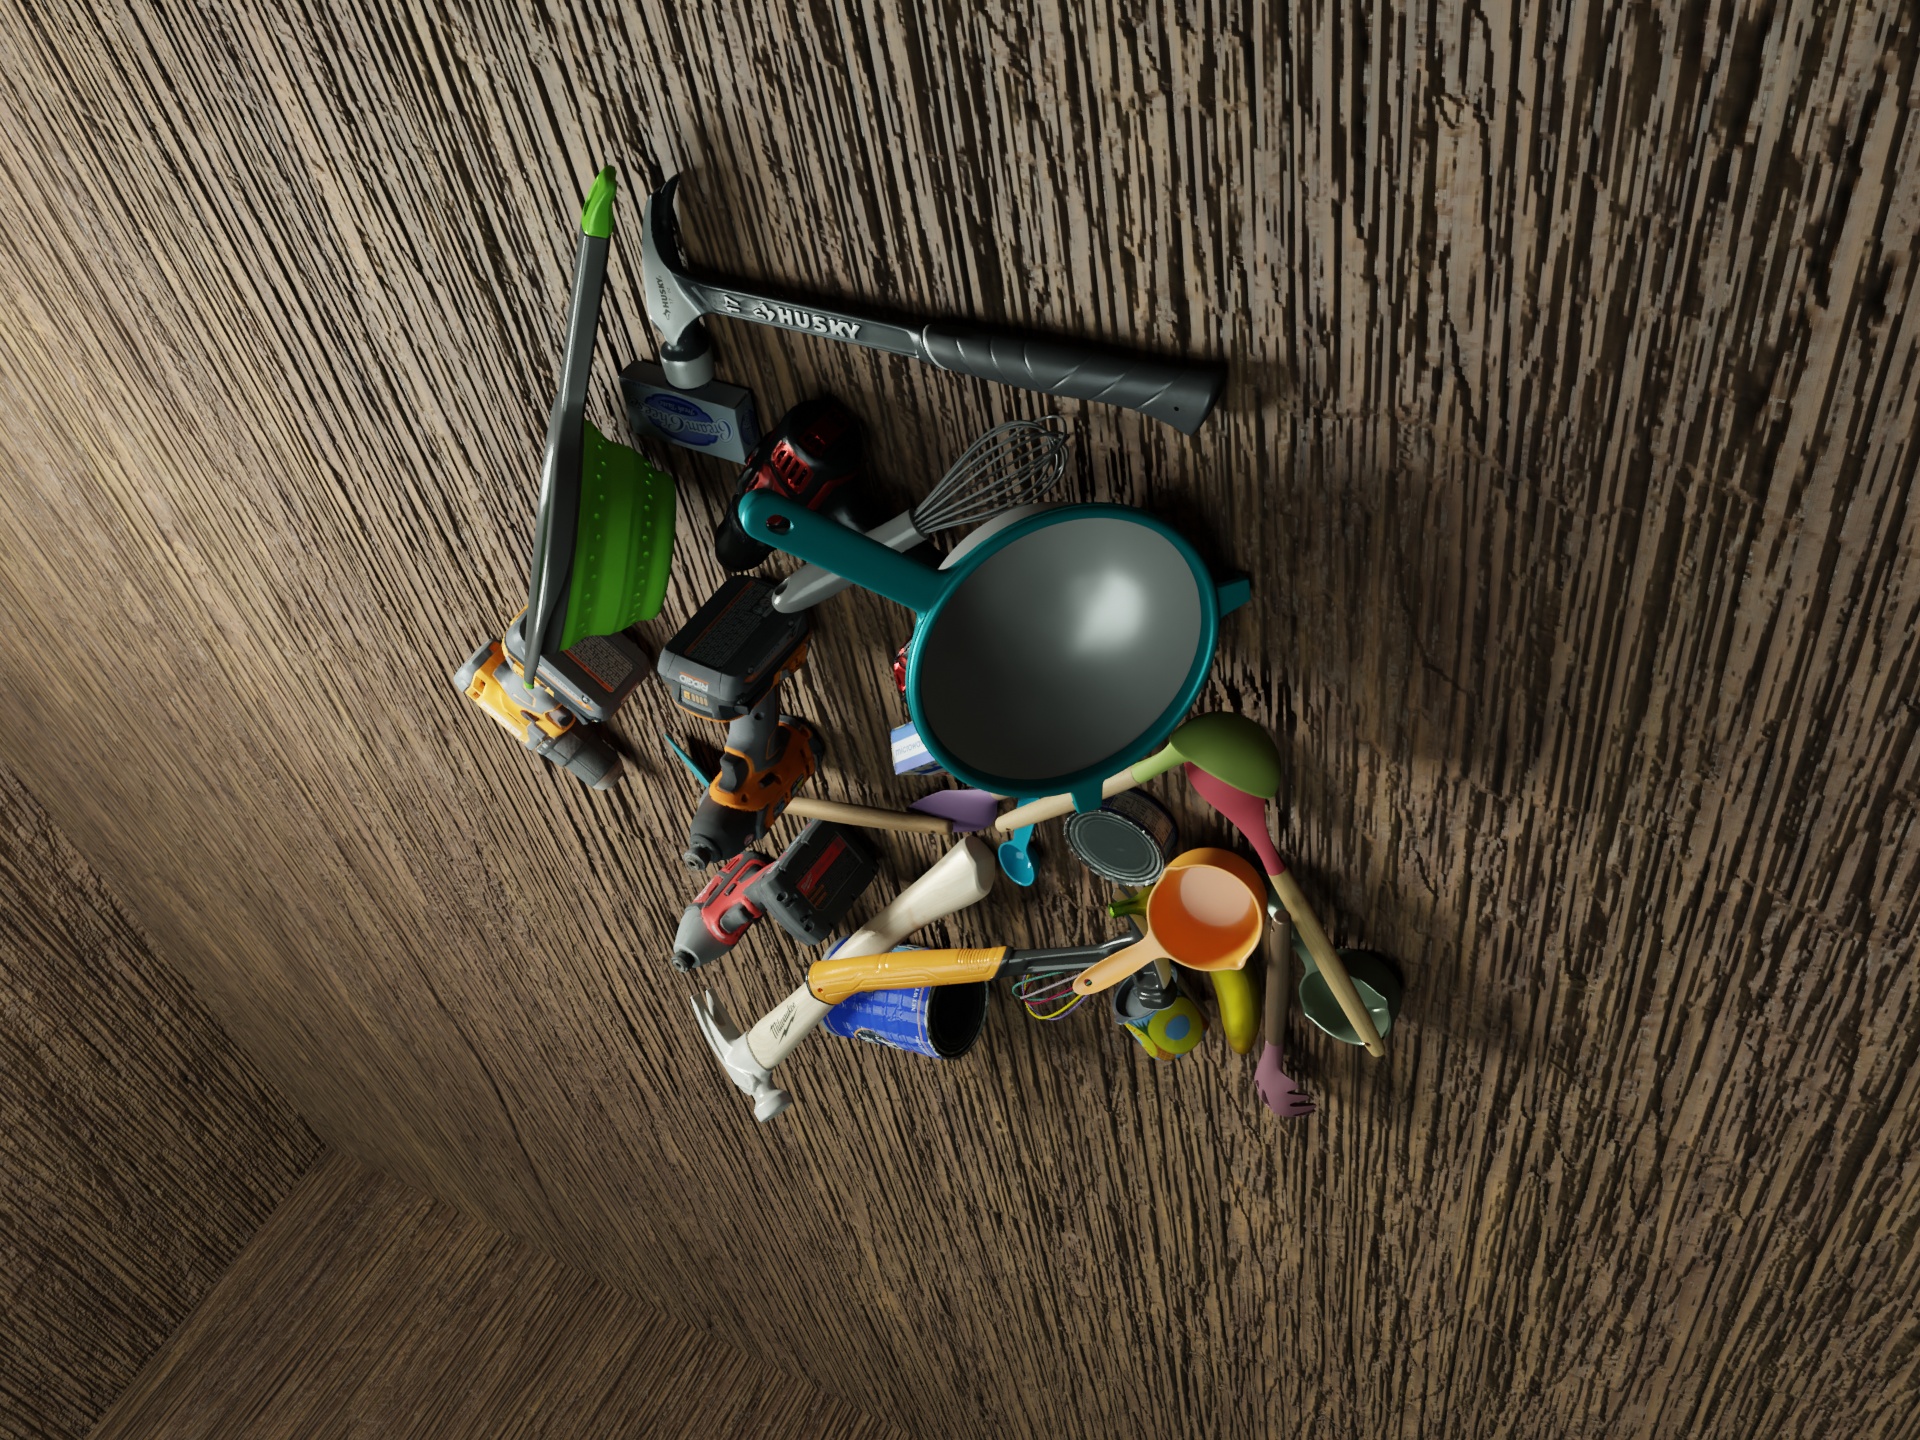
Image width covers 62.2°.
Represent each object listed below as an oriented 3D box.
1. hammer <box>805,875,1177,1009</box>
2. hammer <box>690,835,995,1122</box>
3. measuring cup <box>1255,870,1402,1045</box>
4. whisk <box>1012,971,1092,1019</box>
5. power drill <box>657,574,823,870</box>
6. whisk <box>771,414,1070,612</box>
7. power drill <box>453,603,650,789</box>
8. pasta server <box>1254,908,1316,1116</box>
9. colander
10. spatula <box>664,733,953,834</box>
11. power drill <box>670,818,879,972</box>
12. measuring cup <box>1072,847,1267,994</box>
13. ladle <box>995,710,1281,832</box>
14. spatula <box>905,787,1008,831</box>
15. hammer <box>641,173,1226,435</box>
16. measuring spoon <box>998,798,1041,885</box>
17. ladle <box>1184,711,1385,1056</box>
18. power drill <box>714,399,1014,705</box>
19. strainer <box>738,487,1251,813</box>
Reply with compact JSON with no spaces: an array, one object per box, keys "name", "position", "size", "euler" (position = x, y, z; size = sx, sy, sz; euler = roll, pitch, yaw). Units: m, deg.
[{"name":"hammer","position":[0.011,0.206,1.372],"size":[0.337,0.034,0.127],"euler":[-10,120,26]},{"name":"hammer","position":[-0.111,0.224,1.493],"size":[0.410,0.038,0.146],"euler":[-45,73,34]},{"name":"measuring cup","position":[0.282,0.176,1.238],"size":[0.083,0.038,0.167],"euler":[-26,101,50]},{"name":"whisk","position":[0.123,0.212,1.400],"size":[0.051,0.047,0.245],"euler":[32,142,-18]},{"name":"power drill","position":[-0.182,0.012,1.303],"size":[0.084,0.164,0.226],"euler":[21,141,18]},{"name":"whisk","position":[-0.029,-0.130,1.038],"size":[0.239,0.055,0.055],"euler":[-27,116,23]},{"name":"power drill","position":[-0.367,-0.020,1.488],"size":[0.185,0.084,0.226],"euler":[43,148,-13]},{"name":"pasta server","position":[0.260,0.238,1.277],"size":[0.315,0.040,0.060],"euler":[79,164,-50]},{"name":"colander","position":[-0.240,-0.193,1.123],"size":[0.094,0.205,0.396],"euler":[6,131,-18]},{"name":"spatula","position":[-0.141,0.068,1.439],"size":[0.318,0.044,0.082],"euler":[7,145,30]},{"name":"power drill","position":[-0.188,0.171,1.511],"size":[0.078,0.143,0.219],"euler":[50,140,-13]},{"name":"measuring cup","position":[0.160,0.162,1.232],"size":[0.173,0.052,0.095],"euler":[-35,93,28]},{"name":"ladle","position":[0.113,0.056,1.160],"size":[0.078,0.062,0.320],"euler":[22,155,-25]},{"name":"spatula","position":[0.044,0.053,1.269],"size":[0.059,0.018,0.316],"euler":[30,154,-18]},{"name":"hammer","position":[-0.030,-0.242,0.994],"size":[0.409,0.036,0.149],"euler":[17,140,22]},{"name":"measuring spoon","position":[0.059,0.087,1.326],"size":[0.042,0.021,0.128],"euler":[38,140,28]},{"name":"ladle","position":[0.245,0.130,1.174],"size":[0.069,0.031,0.315],"euler":[-7,121,50]},{"name":"power drill","position":[-0.074,-0.107,1.153],"size":[0.226,0.080,0.188],"euler":[42,144,-6]},{"name":"strainer","position":[0.003,-0.082,0.998],"size":[0.340,0.095,0.211],"euler":[23,111,-31]}]
